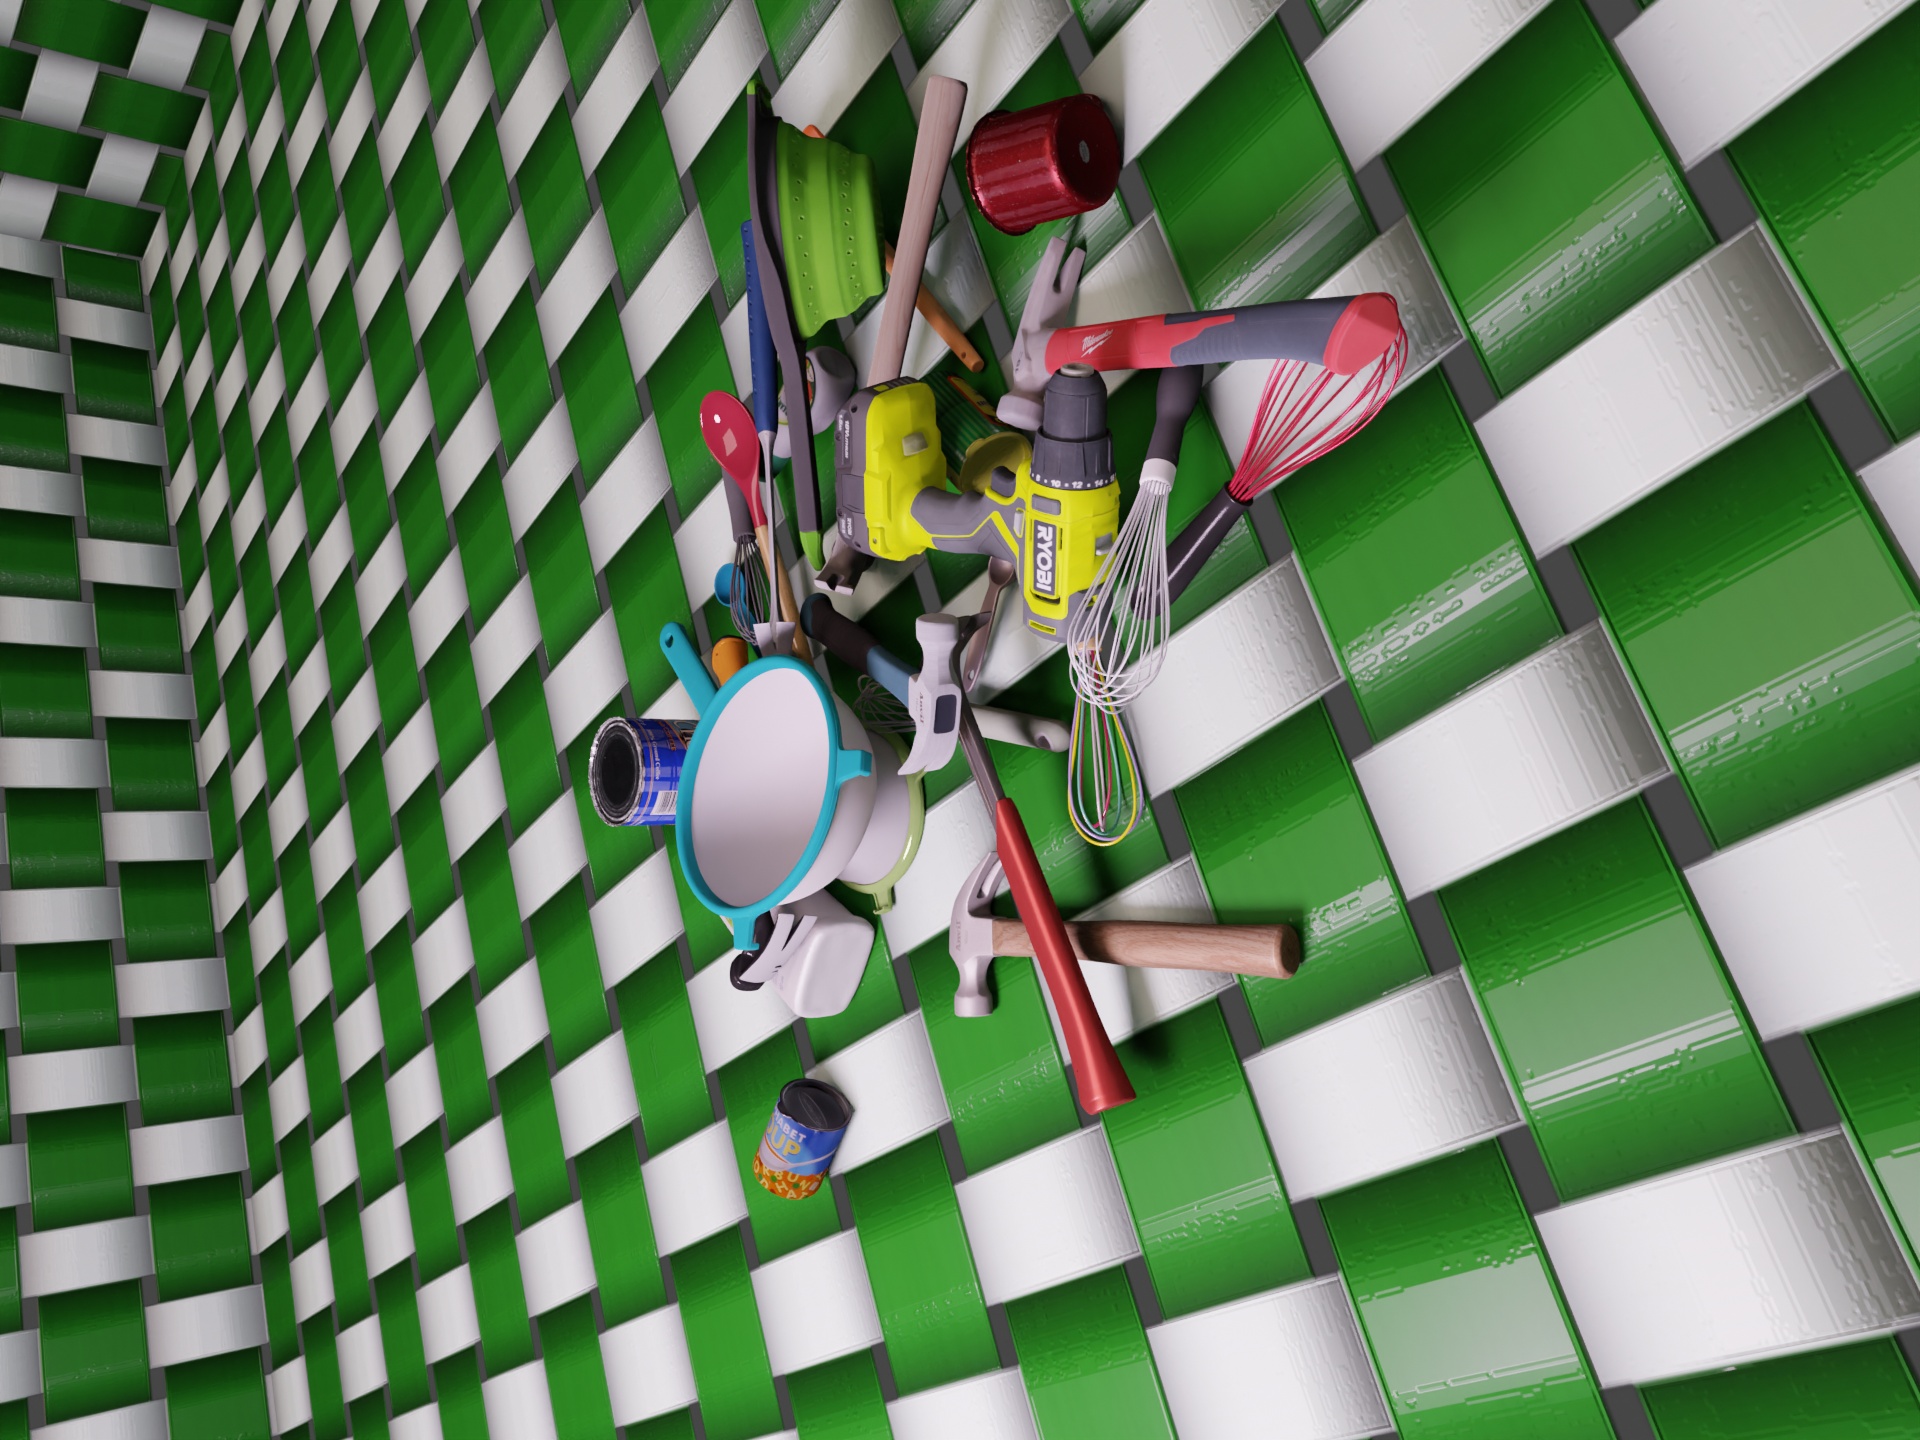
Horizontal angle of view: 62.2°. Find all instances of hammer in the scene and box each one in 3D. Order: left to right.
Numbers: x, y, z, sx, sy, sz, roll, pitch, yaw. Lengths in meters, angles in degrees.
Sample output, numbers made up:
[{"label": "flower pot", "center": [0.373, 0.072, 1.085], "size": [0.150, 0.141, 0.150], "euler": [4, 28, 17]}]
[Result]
[{"label": "hammer", "center": [-0.187, 0.062, 1.418], "size": [0.127, 0.034, 0.337], "euler": [-50, 42, 46]}, {"label": "hammer", "center": [-0.167, -0.241, 1.390], "size": [0.144, 0.035, 0.405], "euler": [121, 146, -82]}, {"label": "hammer", "center": [-0.070, -0.051, 1.260], "size": [0.331, 0.033, 0.128], "euler": [-144, 50, -64]}, {"label": "hammer", "center": [-0.055, -0.303, 1.280], "size": [0.146, 0.038, 0.410], "euler": [-79, 3, -73]}, {"label": "hammer", "center": [0.047, 0.103, 1.144], "size": [0.359, 0.036, 0.149], "euler": [69, 157, 18]}, {"label": "hammer", "center": [0.106, 0.158, 1.154], "size": [0.331, 0.031, 0.130], "euler": [-6, 84, 49]}, {"label": "hammer", "center": [0.146, -0.266, 1.047], "size": [0.386, 0.038, 0.143], "euler": [18, 91, 61]}]

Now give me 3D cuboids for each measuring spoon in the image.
[{"label": "measuring spoon", "center": [-0.199, -0.097, 1.539], "size": [0.042, 0.021, 0.129], "euler": [-42, 67, 32]}, {"label": "measuring spoon", "center": [0.026, -0.080, 1.265], "size": [0.034, 0.018, 0.124], "euler": [36, 115, 51]}]

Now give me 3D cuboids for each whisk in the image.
[{"label": "whisk", "center": [-0.203, -0.176, 1.523], "size": [0.055, 0.055, 0.239], "euler": [-33, 59, 44]}, {"label": "whisk", "center": [-0.002, -0.004, 1.281], "size": [0.246, 0.059, 0.057], "euler": [12, 134, 45]}, {"label": "whisk", "center": [0.092, -0.029, 1.170], "size": [0.047, 0.051, 0.245], "euler": [-23, 68, 53]}, {"label": "whisk", "center": [0.127, -0.136, 1.070], "size": [0.070, 0.070, 0.285], "euler": [-10, 58, 49]}, {"label": "whisk", "center": [0.194, -0.163, 1.045], "size": [0.295, 0.073, 0.073], "euler": [-52, 52, 43]}]

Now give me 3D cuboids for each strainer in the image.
[{"label": "strainer", "center": [-0.161, 0.023, 1.322], "size": [0.211, 0.095, 0.341], "euler": [-57, 42, 18]}, {"label": "strainer", "center": [-0.134, 0.055, 1.409], "size": [0.257, 0.069, 0.151], "euler": [32, 112, 44]}]

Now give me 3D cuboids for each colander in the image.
[{"label": "colander", "center": [-0.105, -0.324, 1.326], "size": [0.204, 0.094, 0.397], "euler": [-88, -7, -75]}]

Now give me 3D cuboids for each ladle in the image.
[{"label": "ladle", "center": [-0.174, -0.154, 1.461], "size": [0.069, 0.031, 0.315], "euler": [-22, 83, 44]}]

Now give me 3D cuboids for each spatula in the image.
[{"label": "spatula", "center": [-0.068, -0.399, 1.372], "size": [0.081, 0.041, 0.323], "euler": [-57, 50, 30]}]

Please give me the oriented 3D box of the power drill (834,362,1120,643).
[{"label": "power drill", "center": [0.016, -0.175, 1.145], "size": [0.229, 0.080, 0.190], "euler": [22, 124, 36]}]
